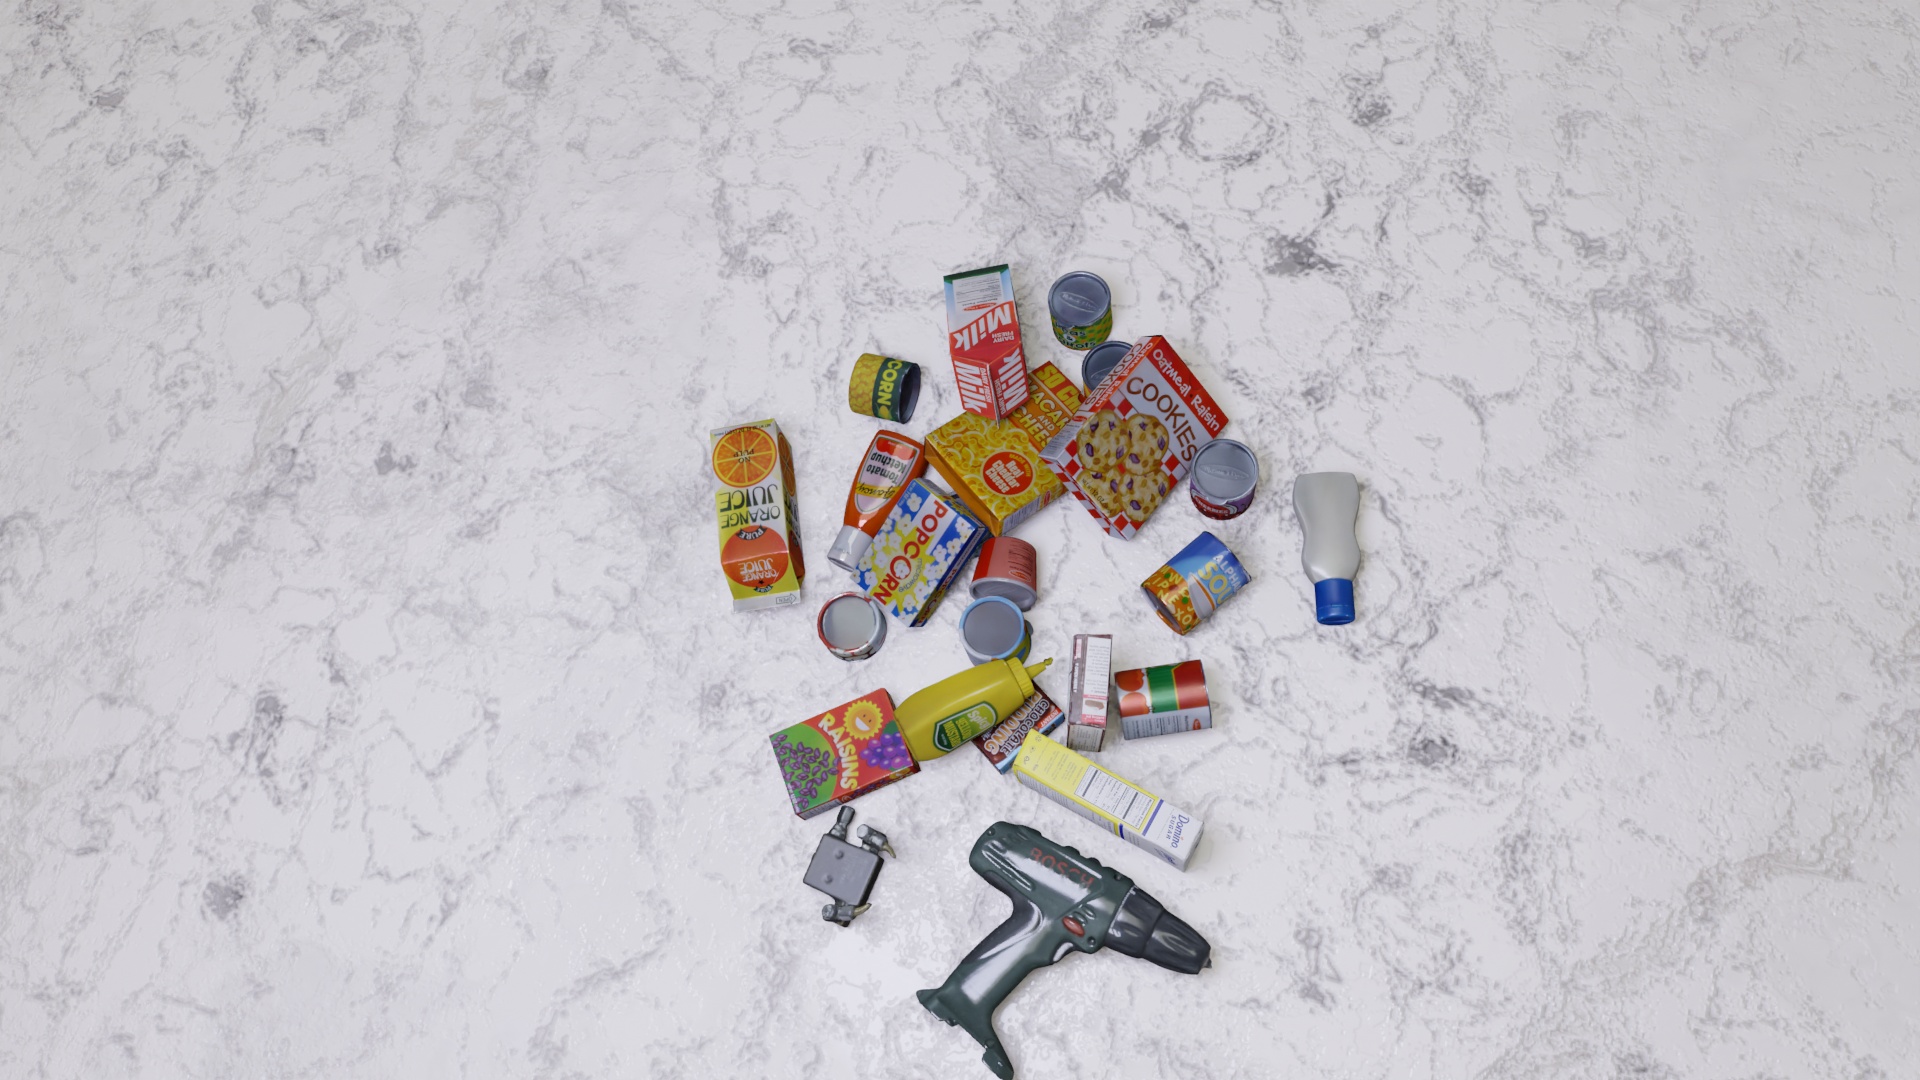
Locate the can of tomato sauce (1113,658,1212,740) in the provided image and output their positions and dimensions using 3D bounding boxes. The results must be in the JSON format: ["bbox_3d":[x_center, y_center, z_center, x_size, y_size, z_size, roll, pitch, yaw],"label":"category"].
[{"bbox_3d":[0.190,0.149,1.309,0.083,0.071,0.071,-9,69,5],"label":"can of tomato sauce"}]

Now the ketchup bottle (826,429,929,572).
[{"bbox_3d":[-0.089,-0.039,1.432,0.065,0.043,0.149,22,74,16],"label":"ketchup bottle"}]

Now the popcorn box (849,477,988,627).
[{"bbox_3d":[-0.041,0.012,1.382,0.085,0.038,0.126,39,106,19],"label":"popcorn box"}]

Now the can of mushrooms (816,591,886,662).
[{"bbox_3d":[-0.111,0.086,1.393,0.071,0.033,0.071,-2,70,7],"label":"can of mushrooms"}]

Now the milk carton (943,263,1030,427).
[{"bbox_3d":[0.027,-0.199,1.421,0.073,0.072,0.191,-10,41,4],"label":"milk carton"}]

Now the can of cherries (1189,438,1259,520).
[{"bbox_3d":[0.260,-0.058,1.382,0.071,0.058,0.072,-2,70,6],"label":"can of cherries"}]

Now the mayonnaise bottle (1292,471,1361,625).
[{"bbox_3d":[0.360,0.007,1.353,0.065,0.041,0.148,-2,70,9],"label":"mayonnaise bottle"}]

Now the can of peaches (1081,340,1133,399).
[{"bbox_3d":[0.159,-0.162,1.436,0.071,0.058,0.071,-2,70,7],"label":"can of peaches"}]

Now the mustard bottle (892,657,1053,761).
[{"bbox_3d":[0.018,0.148,1.305,0.160,0.065,0.049,-27,45,-6],"label":"mustard bottle"}]

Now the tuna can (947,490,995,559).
[{"bbox_3d":[0.005,-0.018,1.416,0.071,0.032,0.071,-3,69,7],"label":"tuna can"}]

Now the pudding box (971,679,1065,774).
[{"bbox_3d":[0.054,0.179,1.335,0.084,0.030,0.050,-40,70,-7],"label":"pudding box"}]

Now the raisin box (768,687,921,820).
[{"bbox_3d":[-0.112,0.207,1.344,0.123,0.040,0.086,-23,68,0],"label":"raisin box"}]

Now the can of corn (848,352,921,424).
[{"bbox_3d":[-0.080,-0.161,1.463,0.058,0.071,0.071,14,72,14],"label":"can of corn"}]

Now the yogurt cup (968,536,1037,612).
[{"bbox_3d":[0.045,0.031,1.376,0.072,0.072,0.054,4,62,10],"label":"yogurt cup"}]

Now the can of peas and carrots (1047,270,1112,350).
[{"bbox_3d":[0.127,-0.240,1.470,0.071,0.058,0.071,-3,70,8],"label":"can of peas and carrots"}]

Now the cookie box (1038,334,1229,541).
[{"bbox_3d":[0.175,-0.103,1.382,0.168,0.040,0.122,-49,116,-11],"label":"cookie box"}]

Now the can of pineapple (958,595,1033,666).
[{"bbox_3d":[0.035,0.092,1.357,0.071,0.057,0.071,-3,69,7],"label":"can of pineapple"}]

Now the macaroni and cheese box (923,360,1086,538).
[{"bbox_3d":[0.065,-0.096,1.413,0.167,0.040,0.124,-33,68,-20],"label":"macaroni and cheese box"}]

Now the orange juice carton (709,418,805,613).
[{"bbox_3d":[-0.207,-0.020,1.426,0.072,0.073,0.193,-10,69,4],"label":"orange juice carton"}]

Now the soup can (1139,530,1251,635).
[{"bbox_3d":[0.227,0.043,1.342,0.084,0.071,0.071,-39,69,-7],"label":"soup can"}]
